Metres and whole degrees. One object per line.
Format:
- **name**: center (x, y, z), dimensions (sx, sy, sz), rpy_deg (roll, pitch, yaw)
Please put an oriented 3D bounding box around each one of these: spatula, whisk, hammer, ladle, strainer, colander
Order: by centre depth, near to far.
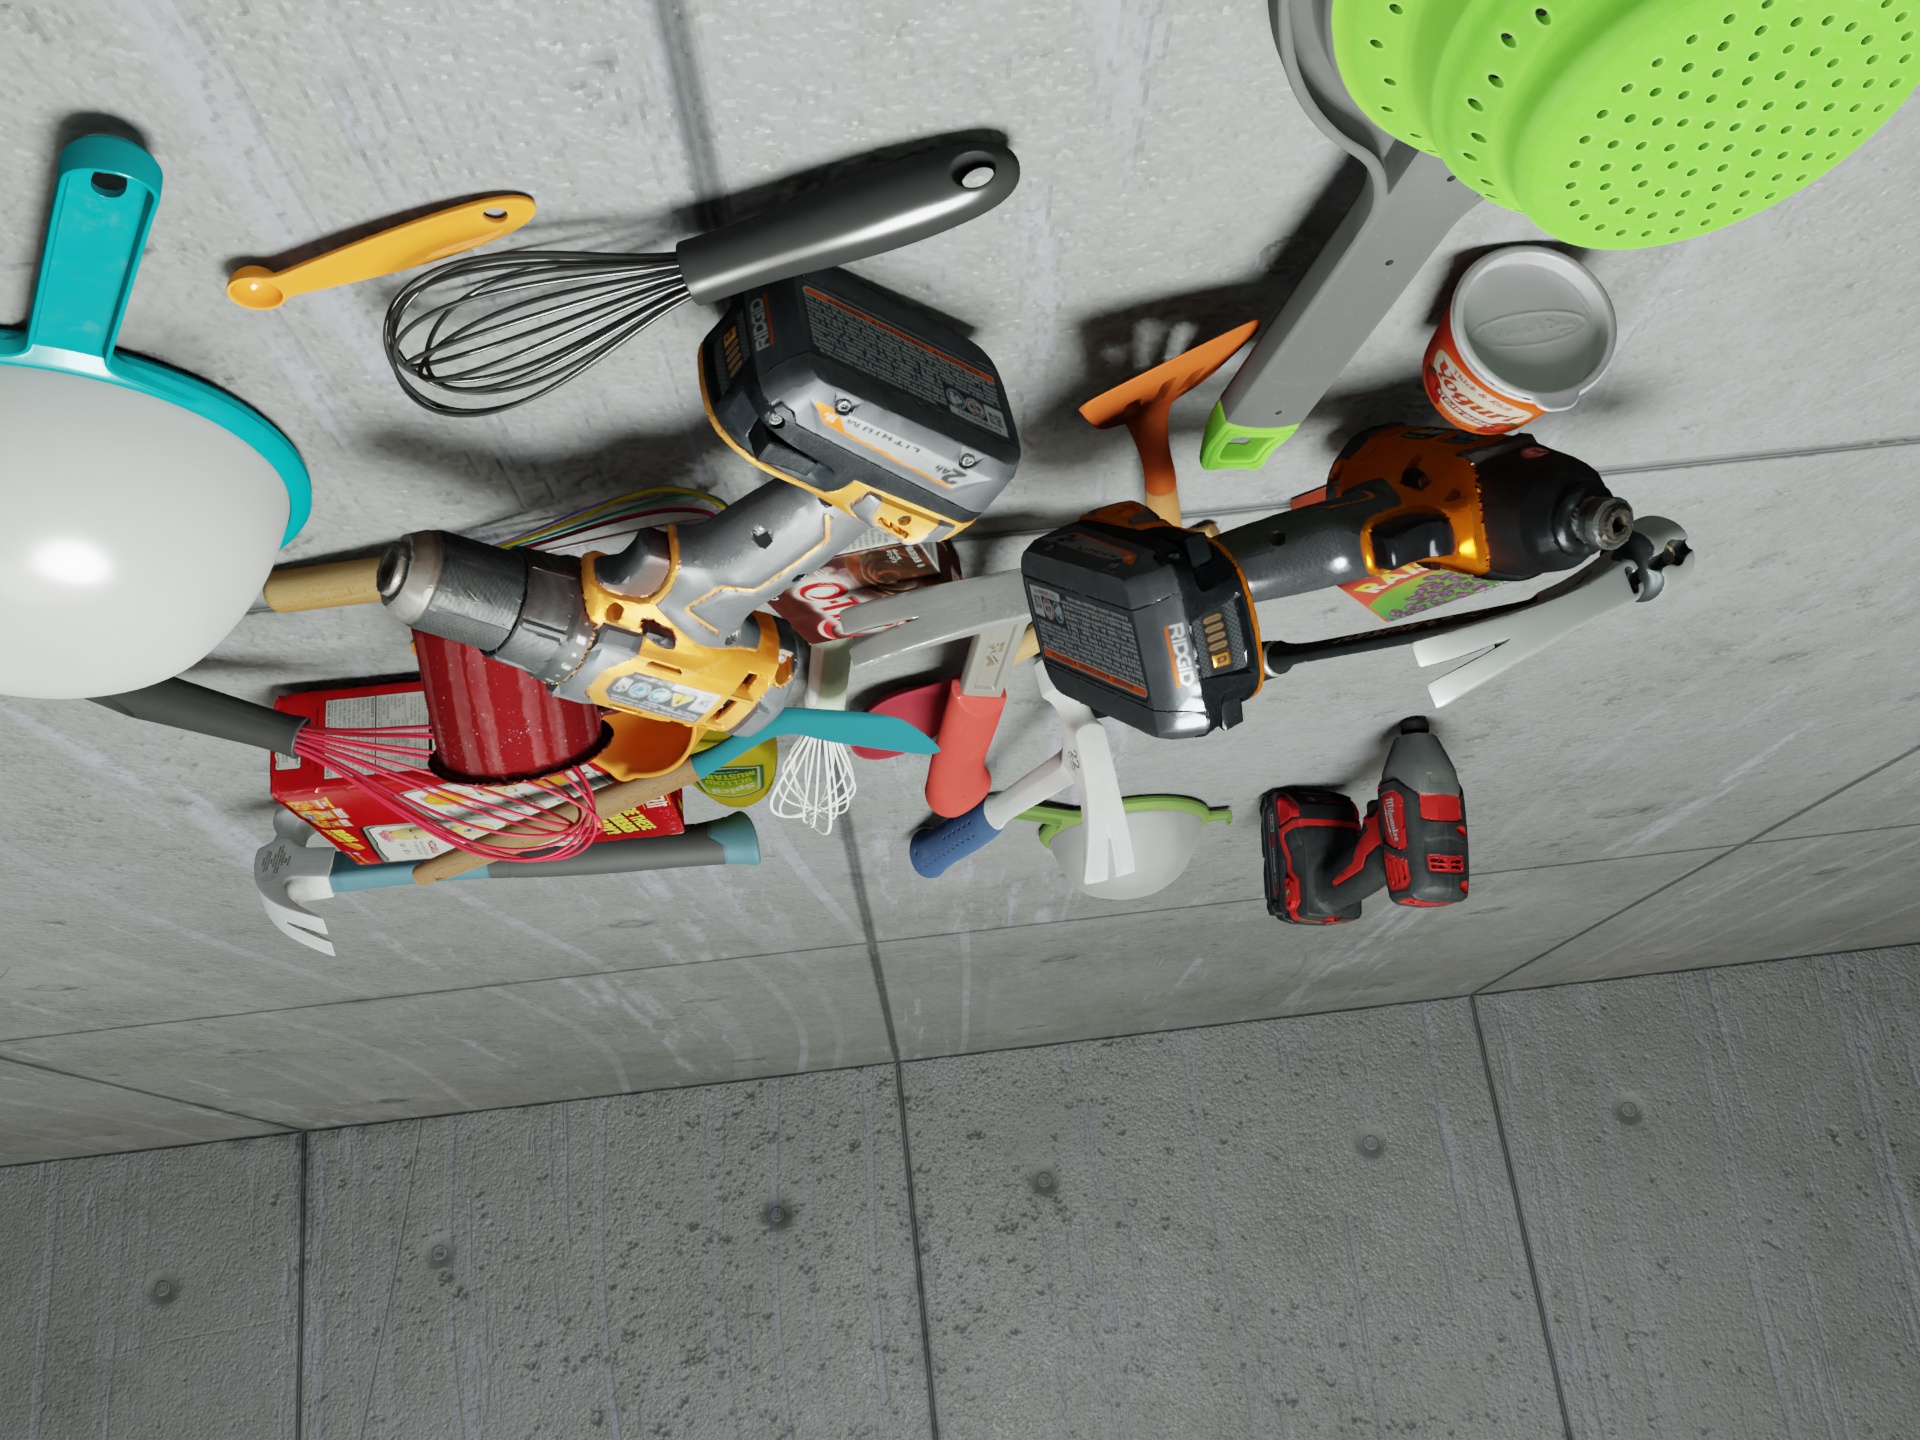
- **colander**: center (0.174, -0.165, 0.508), dimensions (0.204, 0.095, 0.397), rpy_deg (-4, 156, -18)
- **whisk**: center (-0.094, -0.160, 0.559), dimensions (0.239, 0.055, 0.055), rpy_deg (-15, 160, 8)
- **strainer**: center (-0.345, -0.084, 0.601), dimensions (0.210, 0.095, 0.340), rpy_deg (7, 158, -34)
- **whisk**: center (-0.219, -0.078, 0.752), dimensions (0.245, 0.051, 0.047), rpy_deg (-6, 157, 12)
- **spatula**: center (0.103, -0.097, 0.779), dimensions (0.081, 0.041, 0.322), rpy_deg (-26, 155, -1)
- **whisk**: center (-0.334, 0.014, 0.852), dimensions (0.296, 0.073, 0.073), rpy_deg (16, 158, -4)
- **hammer**: center (0.179, -0.033, 0.862), dimensions (0.149, 0.036, 0.409), rpy_deg (-26, -173, -27)
- **spatula**: center (-0.170, 0.044, 0.901), dimensions (0.317, 0.044, 0.082), rpy_deg (-21, 161, 10)
- **hammer**: center (-0.001, -0.003, 0.944), dimensions (0.149, 0.037, 0.359), rpy_deg (-13, 163, -10)
- **ladle**: center (0.036, -0.044, 0.954), dimensions (0.069, 0.031, 0.315), rpy_deg (5, 156, -41)
- **whisk**: center (-0.086, 0.003, 0.982), dimensions (0.059, 0.058, 0.246), rpy_deg (-14, 152, -16)
- **hammer**: center (-0.300, 0.091, 1.064), dimensions (0.331, 0.128, 0.033), rpy_deg (-4, 128, -5)
- **hammer**: center (0.029, 0.071, 1.158), dimensions (0.035, 0.144, 0.405), rpy_deg (-11, 170, -18)
- **strainer**: center (0.112, 0.111, 1.350), dimensions (0.151, 0.069, 0.256), rpy_deg (-23, 157, 38)

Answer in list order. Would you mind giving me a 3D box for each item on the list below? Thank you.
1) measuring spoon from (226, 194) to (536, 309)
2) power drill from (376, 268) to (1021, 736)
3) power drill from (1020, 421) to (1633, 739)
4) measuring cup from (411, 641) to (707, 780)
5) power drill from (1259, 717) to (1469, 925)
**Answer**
- **measuring spoon**: center (-0.202, -0.166, 0.554), dimensions (0.117, 0.011, 0.021), rpy_deg (-14, 161, 9)
- **power drill**: center (-0.110, -0.082, 0.646), dimensions (0.185, 0.084, 0.226), rpy_deg (17, 137, -38)
- **power drill**: center (0.159, -0.069, 0.679), dimensions (0.226, 0.084, 0.164), rpy_deg (-21, -160, -17)
- **measuring cup**: center (-0.213, -0.029, 0.873), dimensions (0.173, 0.052, 0.095), rpy_deg (15, 124, 13)
- **power drill**: center (0.326, 0.088, 1.276), dimensions (0.078, 0.143, 0.219), rpy_deg (4, 165, -16)
